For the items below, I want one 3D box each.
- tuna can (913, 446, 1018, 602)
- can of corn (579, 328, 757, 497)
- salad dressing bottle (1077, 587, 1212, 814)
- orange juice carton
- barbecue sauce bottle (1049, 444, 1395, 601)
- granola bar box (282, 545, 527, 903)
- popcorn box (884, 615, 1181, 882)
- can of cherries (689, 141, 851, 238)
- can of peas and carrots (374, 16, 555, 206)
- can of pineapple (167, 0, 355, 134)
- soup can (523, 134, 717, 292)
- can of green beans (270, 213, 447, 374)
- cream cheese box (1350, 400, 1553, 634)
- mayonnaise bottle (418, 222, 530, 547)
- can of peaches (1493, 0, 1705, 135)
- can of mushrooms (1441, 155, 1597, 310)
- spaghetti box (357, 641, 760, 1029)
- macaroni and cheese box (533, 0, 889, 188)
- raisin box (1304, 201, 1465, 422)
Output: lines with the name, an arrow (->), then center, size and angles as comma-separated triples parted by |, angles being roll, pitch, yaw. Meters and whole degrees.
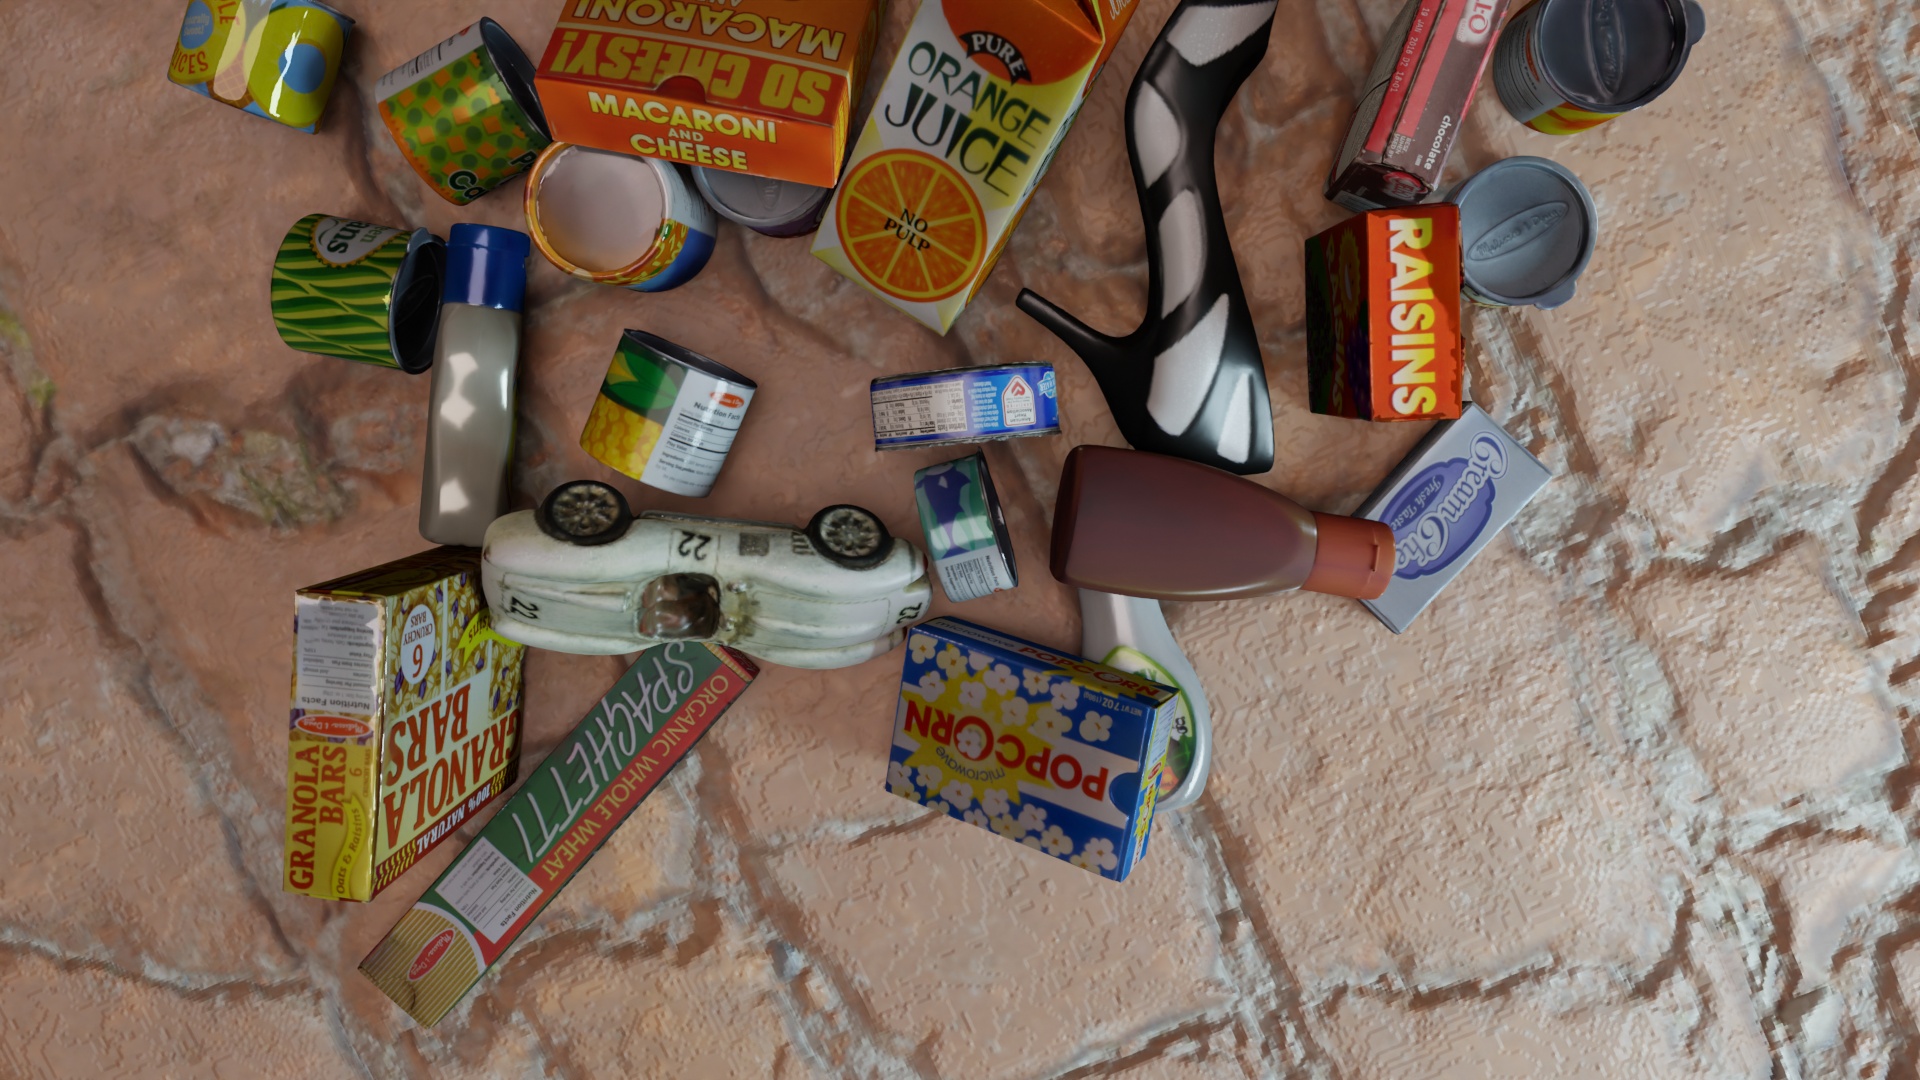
tuna can -> 0.002, -0.008, 0.648 | 0.033, 0.071, 0.071 | -16, 96, 6
can of corn -> -0.138, -0.060, 0.650 | 0.071, 0.071, 0.058 | 25, 98, 0
salad dressing bottle -> 0.080, 0.053, 0.661 | 0.064, 0.044, 0.147 | -11, 94, 13
orange juice carton -> 0.013, -0.189, 0.581 | 0.073, 0.072, 0.191 | 31, 128, -1
barbecue sauce bottle -> 0.117, -0.001, 0.620 | 0.149, 0.043, 0.065 | 9, 87, -7
granola bar box -> -0.239, 0.071, 0.618 | 0.039, 0.166, 0.124 | 6, 97, 1
popcorn box -> 0.031, 0.093, 0.644 | 0.127, 0.038, 0.085 | 16, 104, 26
can of cherries -> -0.083, -0.174, 0.637 | 0.071, 0.058, 0.071 | 0, 96, 3
can of peas and carrots -> -0.222, -0.194, 0.639 | 0.058, 0.071, 0.071 | -27, 95, 7
can of pineapple -> -0.323, -0.226, 0.638 | 0.071, 0.071, 0.057 | 21, 97, 0
soup can -> -0.154, -0.146, 0.631 | 0.071, 0.084, 0.071 | 0, 97, 3
can of green beans -> -0.278, -0.116, 0.650 | 0.058, 0.071, 0.071 | 12, 97, 2
cream cheese box -> 0.222, -0.011, 0.656 | 0.053, 0.024, 0.103 | 42, 97, -3
mayonnaise bottle -> -0.228, -0.073, 0.656 | 0.041, 0.065, 0.148 | 5, 93, -19
can of peaches -> 0.279, -0.217, 0.614 | 0.071, 0.058, 0.071 | 0, 96, 3
can of mushrooms -> 0.253, -0.138, 0.636 | 0.071, 0.033, 0.071 | 0, 96, 2
spaghetti box -> -0.199, 0.139, 0.692 | 0.050, 0.029, 0.250 | 43, 97, -2
macaroni and cheese box -> -0.096, -0.237, 0.598 | 0.124, 0.040, 0.167 | 10, 63, 2
raisin box -> 0.180, -0.095, 0.599 | 0.040, 0.123, 0.086 | -2, 96, 4
